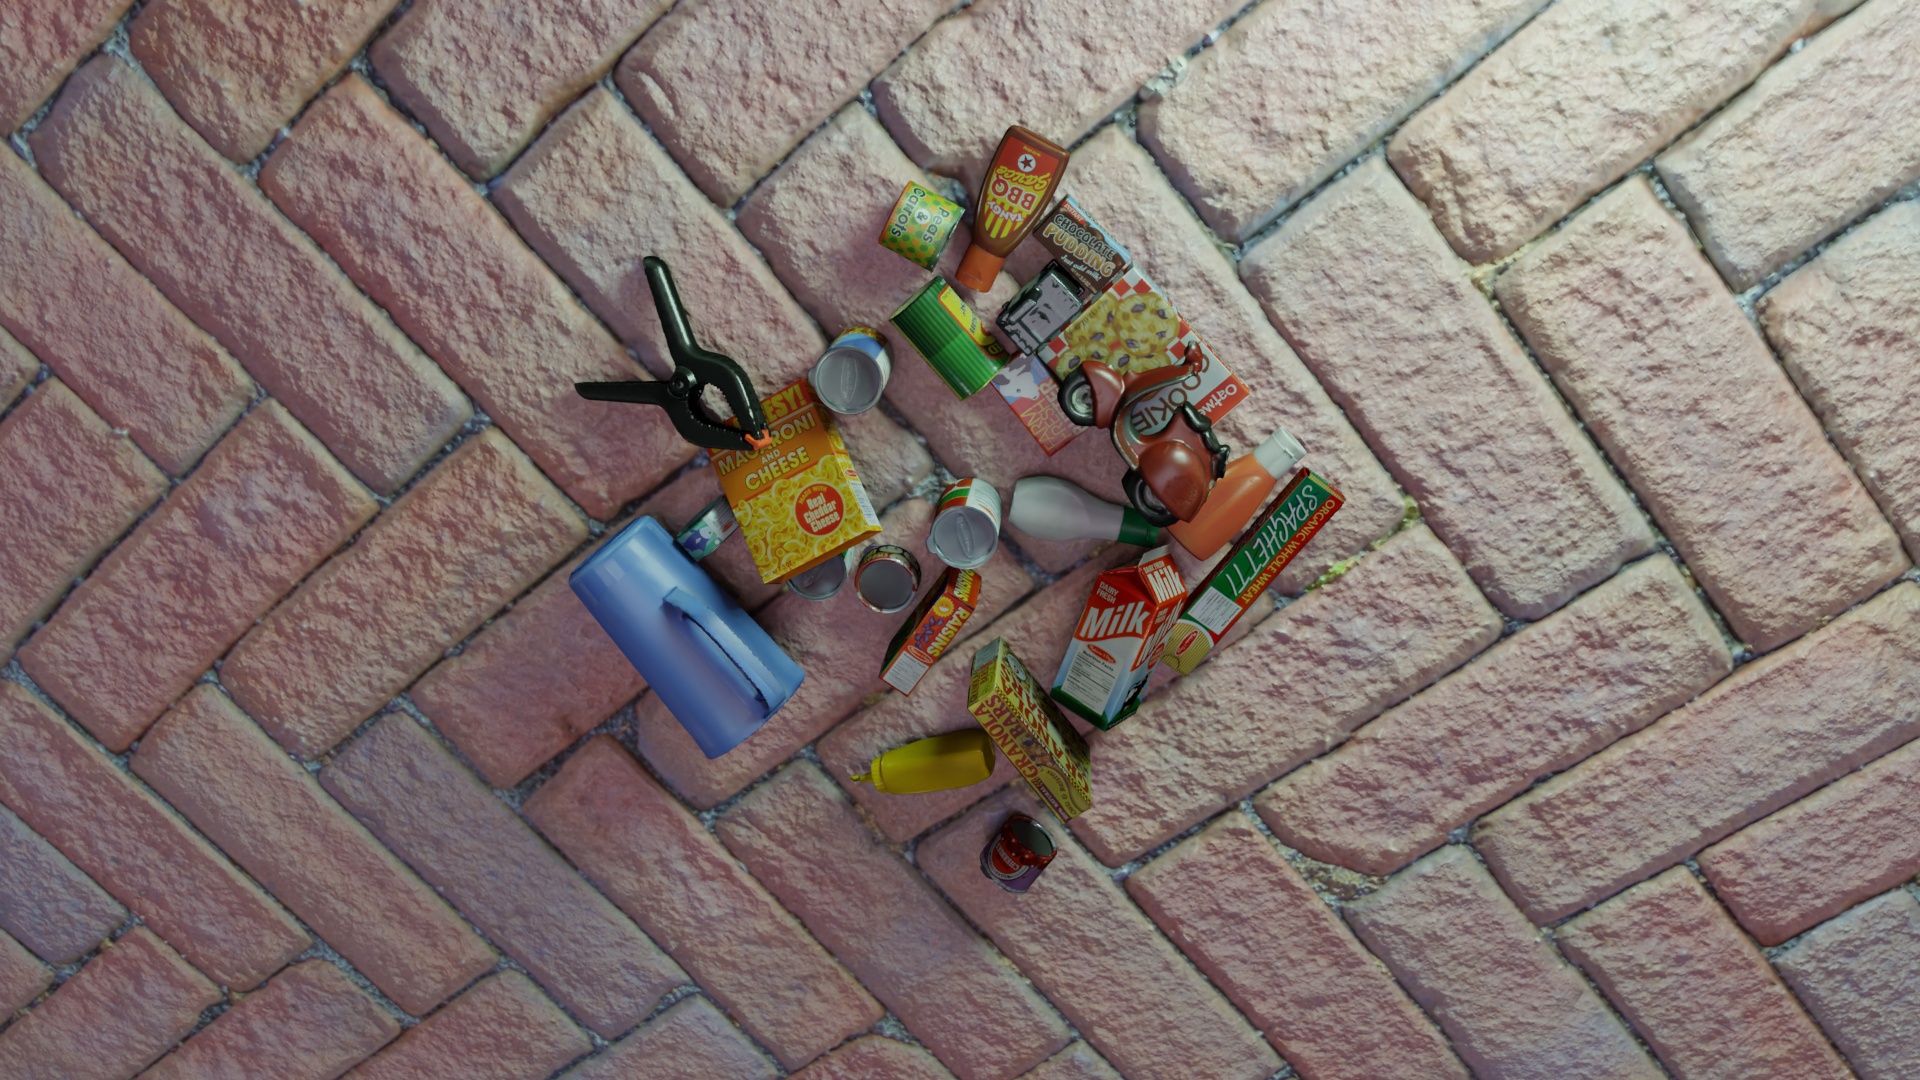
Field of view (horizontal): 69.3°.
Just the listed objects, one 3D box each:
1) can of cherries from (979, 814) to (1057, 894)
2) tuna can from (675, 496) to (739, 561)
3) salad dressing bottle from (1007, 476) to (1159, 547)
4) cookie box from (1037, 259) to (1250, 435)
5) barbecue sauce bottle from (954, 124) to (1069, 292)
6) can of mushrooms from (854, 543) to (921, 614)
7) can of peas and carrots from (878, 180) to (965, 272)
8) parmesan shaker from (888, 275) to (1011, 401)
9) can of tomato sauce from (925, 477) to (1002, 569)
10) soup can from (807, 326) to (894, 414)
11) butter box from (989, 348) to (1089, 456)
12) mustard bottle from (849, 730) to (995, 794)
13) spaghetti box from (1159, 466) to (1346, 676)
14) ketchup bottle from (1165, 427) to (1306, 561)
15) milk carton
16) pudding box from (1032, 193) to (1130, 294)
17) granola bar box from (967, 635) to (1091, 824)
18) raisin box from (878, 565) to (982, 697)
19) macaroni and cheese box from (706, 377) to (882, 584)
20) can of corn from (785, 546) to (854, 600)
[{"bbox_3d":[0.063,0.344,1.523,0.071,0.072,0.058,33,111,-8],"label":"can of cherries"},{"bbox_3d":[-0.256,-0.012,1.412,0.071,0.071,0.033,-37,104,17],"label":"tuna can"},{"bbox_3d":[0.123,-0.024,1.385,0.148,0.044,0.064,12,111,-1],"label":"salad dressing bottle"},{"bbox_3d":[0.175,-0.163,1.326,0.122,0.040,0.167,-41,103,20],"label":"cookie box"},{"bbox_3d":[0.042,-0.302,1.280,0.065,0.044,0.148,27,112,0],"label":"barbecue sauce bottle"},{"bbox_3d":[-0.077,0.039,1.433,0.071,0.033,0.070,2,113,5],"label":"can of mushrooms"},{"bbox_3d":[-0.036,-0.289,1.277,0.059,0.071,0.070,28,112,-6],"label":"can of peas and carrots"},{"bbox_3d":[-0.010,-0.191,1.314,0.071,0.071,0.103,-38,104,18],"label":"parmesan shaker"},{"bbox_3d":[0.005,-0.017,1.376,0.071,0.083,0.071,2,112,5],"label":"can of tomato sauce"},{"bbox_3d":[-0.103,-0.164,1.326,0.071,0.084,0.071,2,112,4],"label":"soup can"},{"bbox_3d":[0.077,-0.137,1.354,0.053,0.024,0.103,-35,105,16],"label":"butter box"},{"bbox_3d":[-0.044,0.245,1.499,0.160,0.065,0.048,-13,105,16],"label":"mustard bottle"},{"bbox_3d":[0.287,0.033,1.401,0.050,0.029,0.249,35,111,-9],"label":"spaghetti box"},{"bbox_3d":[0.271,-0.048,1.362,0.064,0.044,0.148,42,109,-13],"label":"ketchup bottle"},{"bbox_3d":[0.166,0.089,1.398,0.073,0.072,0.189,31,116,25],"label":"milk carton"},{"bbox_3d":[0.113,-0.275,1.292,0.083,0.030,0.049,42,109,-12],"label":"pudding box"},{"bbox_3d":[0.072,0.194,1.433,0.039,0.125,0.165,-34,105,16],"label":"granola bar box"},{"bbox_3d":[-0.029,0.089,1.420,0.040,0.086,0.123,34,111,-7],"label":"raisin box"},{"bbox_3d":[-0.167,-0.058,1.361,0.123,0.040,0.166,-27,81,14],"label":"macaroni and cheese box"},{"bbox_3d":[-0.146,0.018,1.417,0.071,0.058,0.071,2,112,4],"label":"can of corn"}]
